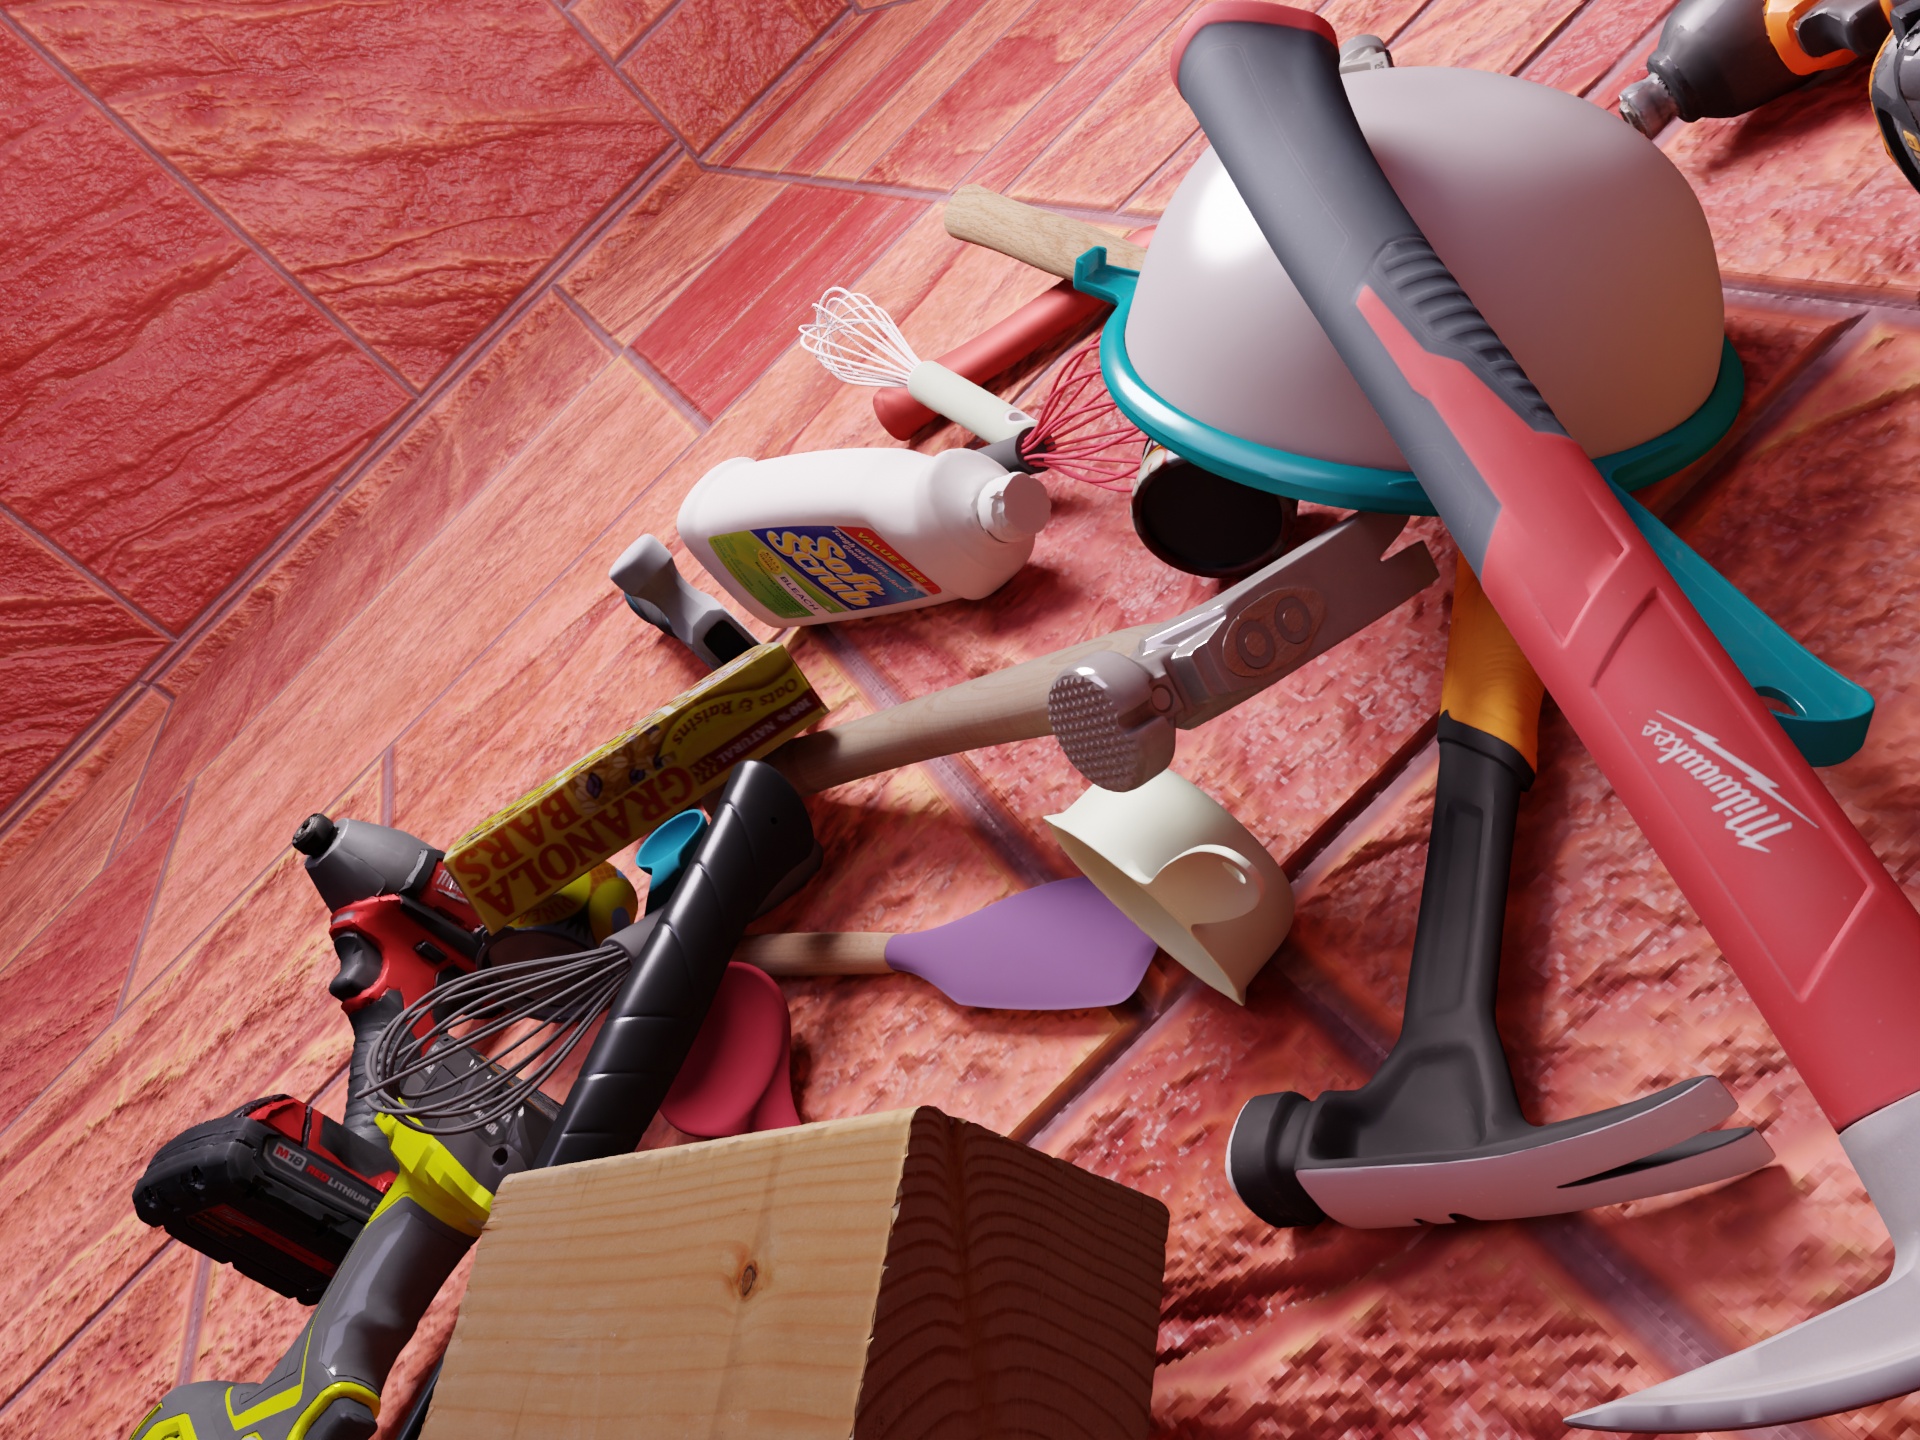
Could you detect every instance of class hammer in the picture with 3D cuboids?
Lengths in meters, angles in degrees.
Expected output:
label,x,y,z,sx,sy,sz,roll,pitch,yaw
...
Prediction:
label,x,y,z,sx,sy,sz,roll,pitch,yaw
hammer,-0.163,-0.060,0.932,0.033,0.128,0.331,-47,18,-6
hammer,0.122,-0.041,0.379,0.143,0.038,0.387,-29,57,13
hammer,0.074,-0.254,0.866,0.130,0.031,0.332,-53,36,6
hammer,-0.001,-0.002,0.628,0.146,0.038,0.410,-30,7,-29
hammer,0.166,-0.011,0.474,0.127,0.034,0.337,-21,36,40
hammer,0.092,-0.256,0.916,0.359,0.036,0.149,-27,32,30
hammer,-0.146,0.175,0.527,0.036,0.149,0.409,-29,29,47

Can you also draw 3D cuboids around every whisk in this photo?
label,x,y,z,sx,sy,sz,roll,pitch,yaw
whisk,0.044,-0.134,0.769,0.073,0.073,0.296,-53,17,-15
whisk,-0.134,0.095,0.636,0.055,0.055,0.239,-19,7,41
whisk,-0.025,-0.202,0.941,0.058,0.059,0.247,-15,35,-29

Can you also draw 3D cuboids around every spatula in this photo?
label,x,y,z,sx,sy,sz,roll,pitch,yaw
spatula,-0.040,0.091,0.636,0.316,0.018,0.060,-11,38,46

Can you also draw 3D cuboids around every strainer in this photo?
label,x,y,z,sx,sy,sz,roll,pitch,yaw
strainer,0.163,-0.121,0.469,0.211,0.095,0.341,-8,37,-7

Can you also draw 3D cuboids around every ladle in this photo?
label,x,y,z,sx,sy,sz,roll,pitch,yaw
ladle,-0.044,0.162,0.535,0.069,0.031,0.316,-53,29,-4

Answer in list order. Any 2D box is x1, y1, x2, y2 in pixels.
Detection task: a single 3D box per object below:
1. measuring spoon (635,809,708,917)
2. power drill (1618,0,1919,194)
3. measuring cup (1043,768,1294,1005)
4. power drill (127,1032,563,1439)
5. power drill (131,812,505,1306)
label,x,y,z,sx,sy,sz,roll,pitch,yaw
measuring spoon,-0.137,0.084,0.768,0.042,0.021,0.129,-32,25,8
power drill,0.320,-0.233,0.522,0.164,0.084,0.227,-34,25,22
measuring cup,0.070,0.038,0.442,0.038,0.083,0.167,-46,-5,-10
power drill,-0.222,0.250,0.608,0.191,0.080,0.228,12,63,54
power drill,-0.294,0.152,0.772,0.078,0.143,0.220,-25,35,29
